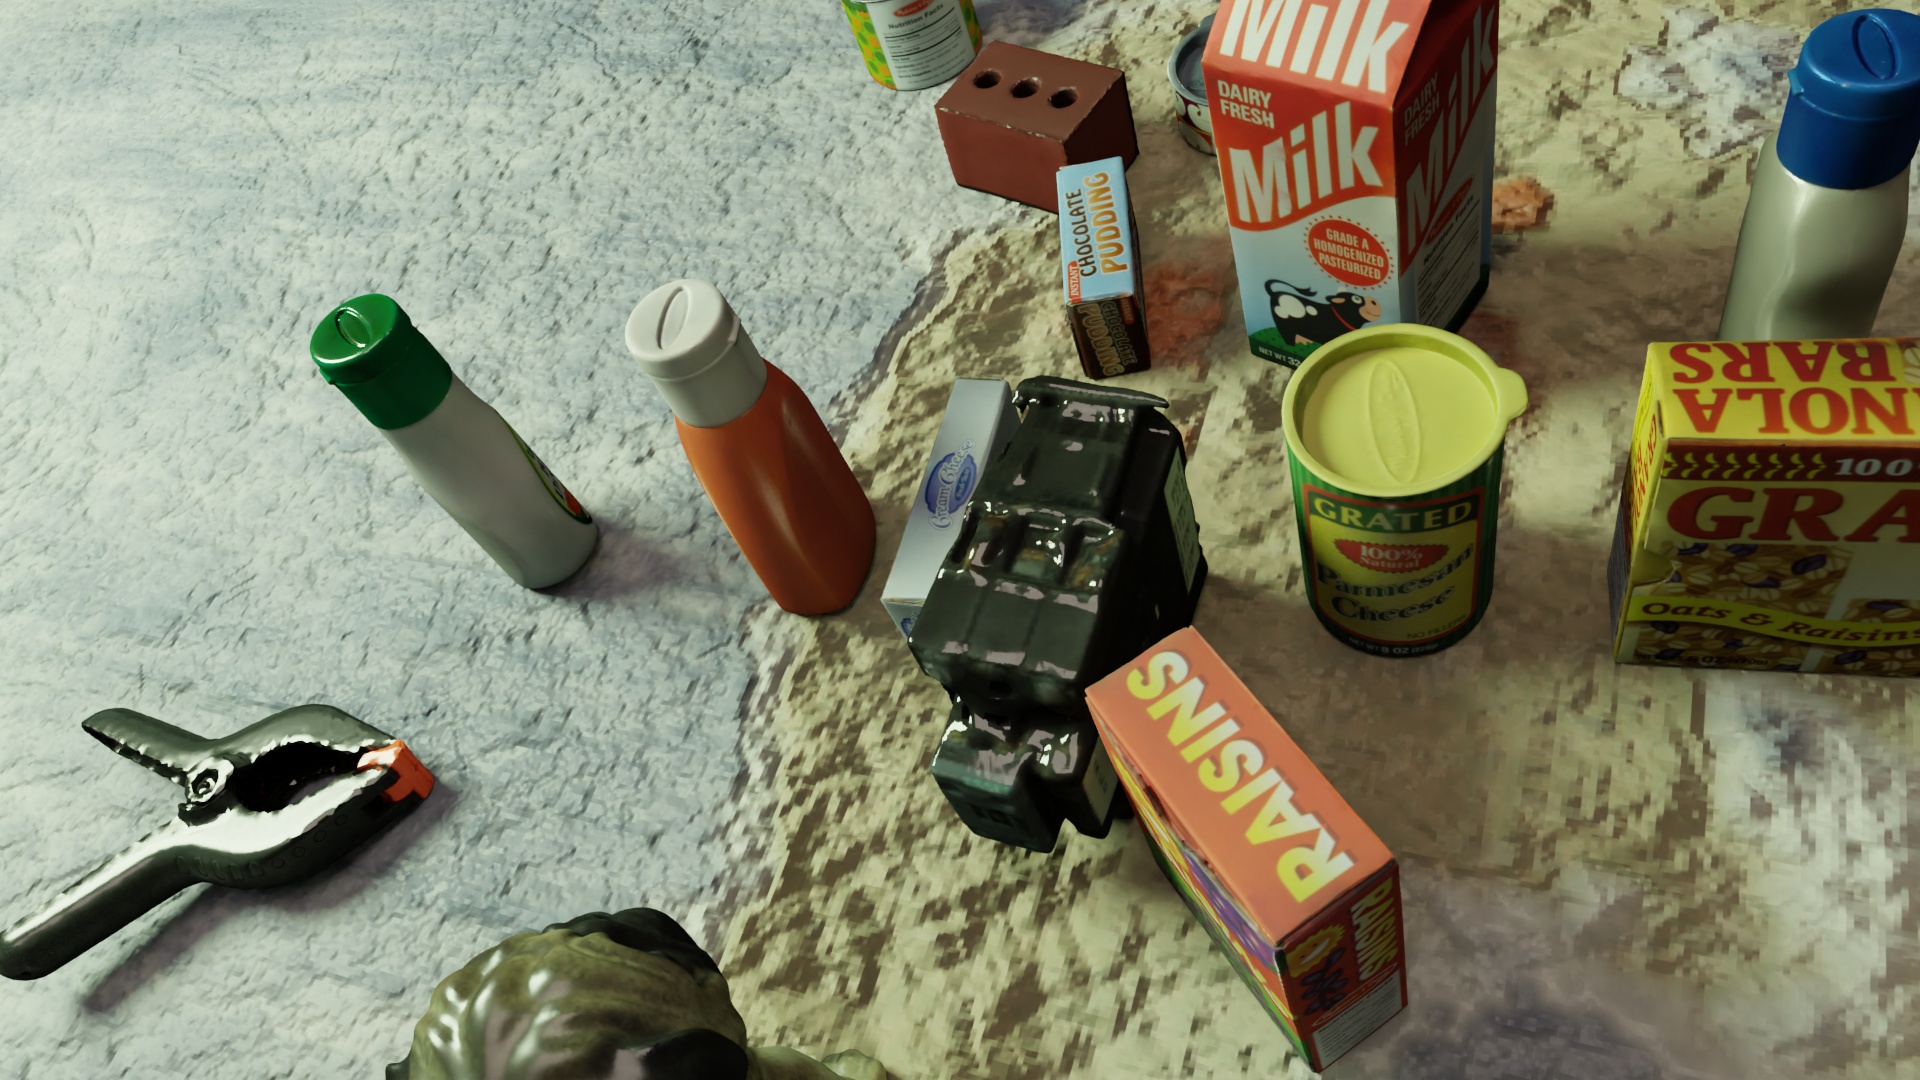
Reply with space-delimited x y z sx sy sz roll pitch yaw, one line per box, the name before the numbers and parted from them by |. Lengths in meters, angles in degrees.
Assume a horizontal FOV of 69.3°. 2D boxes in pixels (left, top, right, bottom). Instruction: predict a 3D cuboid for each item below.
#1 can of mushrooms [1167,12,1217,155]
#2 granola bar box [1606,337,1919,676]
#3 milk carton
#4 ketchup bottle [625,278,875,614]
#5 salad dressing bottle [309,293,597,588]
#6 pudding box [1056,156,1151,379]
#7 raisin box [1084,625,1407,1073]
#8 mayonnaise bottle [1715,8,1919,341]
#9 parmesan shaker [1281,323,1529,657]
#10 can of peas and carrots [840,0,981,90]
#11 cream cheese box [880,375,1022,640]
can of mushrooms | 0.131 -0.214 0.648 0.071 0.033 0.071 -9 54 12
granola bar box | 0.281 -0.005 0.395 0.165 0.123 0.039 1 57 19
milk carton | 0.141 -0.142 0.495 0.072 0.189 0.074 27 69 32
ketchup bottle | -0.074 -0.034 0.517 0.043 0.148 0.065 -5 55 16
salad dressing bottle | -0.201 -0.037 0.562 0.044 0.147 0.064 -41 54 -11
pudding box | 0.061 -0.117 0.593 0.030 0.049 0.084 -9 54 13
raisin box | 0.083 0.091 0.394 0.040 0.123 0.086 -33 53 -5
mayonnaise bottle | 0.276 -0.098 0.447 0.041 0.147 0.065 -2 56 17
parmesan shaker | 0.147 -0.013 0.458 0.071 0.102 0.071 -9 54 13
can of peas and carrots | -0.027 -0.283 0.733 0.071 0.058 0.071 -9 54 13
cream cheese box | 0.002 -0.007 0.533 0.024 0.053 0.104 5 58 21
